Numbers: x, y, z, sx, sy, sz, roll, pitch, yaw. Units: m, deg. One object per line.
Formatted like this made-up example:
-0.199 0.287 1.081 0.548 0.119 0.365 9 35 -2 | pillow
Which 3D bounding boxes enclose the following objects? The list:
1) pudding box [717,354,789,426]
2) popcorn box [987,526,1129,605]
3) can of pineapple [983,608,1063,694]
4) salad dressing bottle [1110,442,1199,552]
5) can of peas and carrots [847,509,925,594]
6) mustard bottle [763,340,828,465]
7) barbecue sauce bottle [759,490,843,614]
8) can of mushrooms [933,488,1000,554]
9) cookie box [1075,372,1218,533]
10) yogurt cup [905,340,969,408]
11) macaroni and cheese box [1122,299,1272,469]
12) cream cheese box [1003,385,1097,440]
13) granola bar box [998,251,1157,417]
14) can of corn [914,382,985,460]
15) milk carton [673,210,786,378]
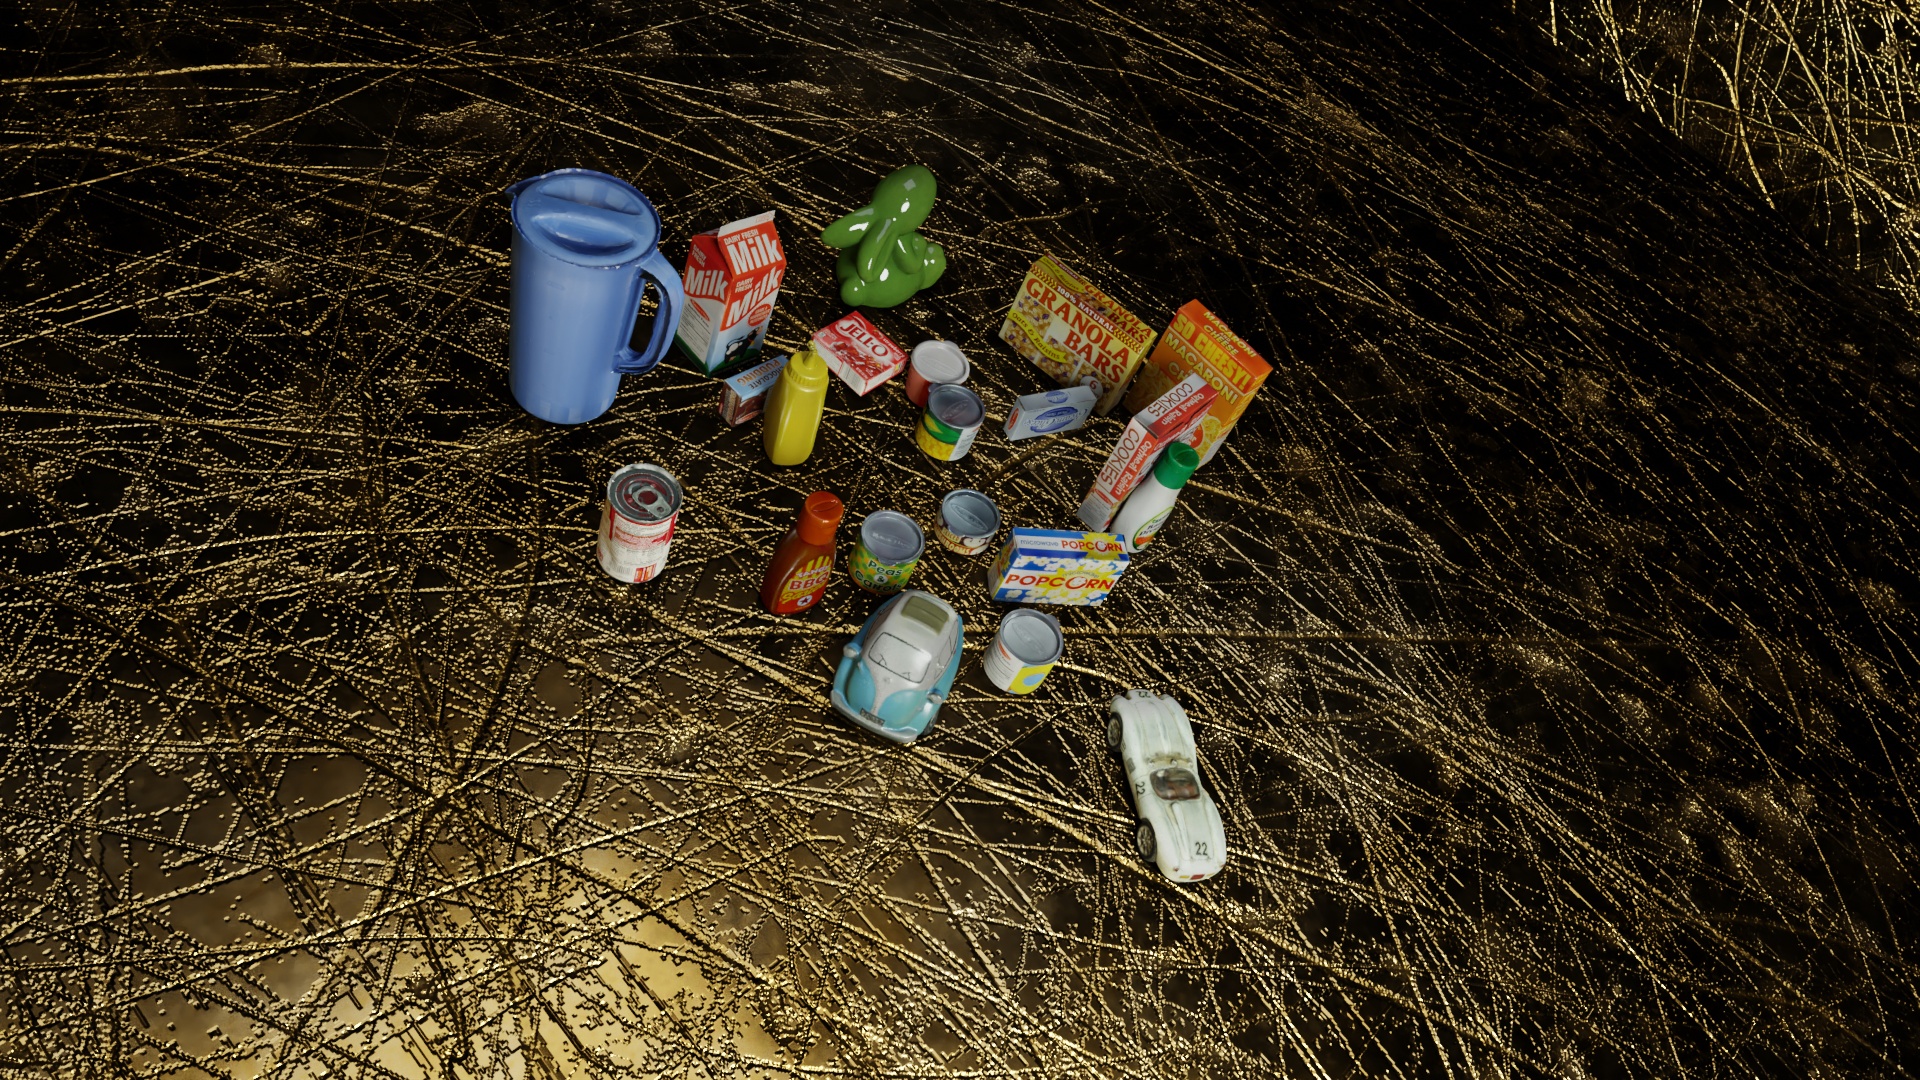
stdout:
-0.216 -0.160 1.486 0.030 0.049 0.084 46 51 16 | pudding box
0.100 0.028 1.440 0.127 0.084 0.038 4 52 -20 | popcorn box
0.063 0.110 1.378 0.071 0.057 0.071 11 50 -14 | can of pineapple
0.211 -0.046 1.503 0.064 0.146 0.044 -24 66 -35 | salad dressing bottle
-0.076 0.014 1.397 0.071 0.058 0.071 11 50 -14 | can of peas and carrots
-0.165 -0.145 1.421 0.049 0.159 0.065 -2 55 -24 | mustard bottle
-0.146 0.012 1.311 0.065 0.147 0.044 -17 61 -32 | barbecue sauce bottle
0.005 -0.018 1.473 0.071 0.033 0.071 11 50 -14 | can of mushrooms
0.205 -0.094 1.526 0.040 0.166 0.123 43 50 13 | cookie box
-0.030 -0.185 1.579 0.072 0.053 0.073 11 50 -14 | yogurt cup
0.274 -0.181 1.623 0.040 0.165 0.124 -31 70 -37 | macaroni and cheese box
0.103 -0.147 1.603 0.104 0.053 0.024 -13 59 -30 | cream cheese box
0.138 -0.244 1.647 0.166 0.123 0.039 39 49 11 | granola bar box
-0.014 -0.133 1.540 0.071 0.058 0.071 11 50 -14 | can of corn
-0.243 -0.268 1.467 0.073 0.189 0.073 -29 68 -37 | milk carton
